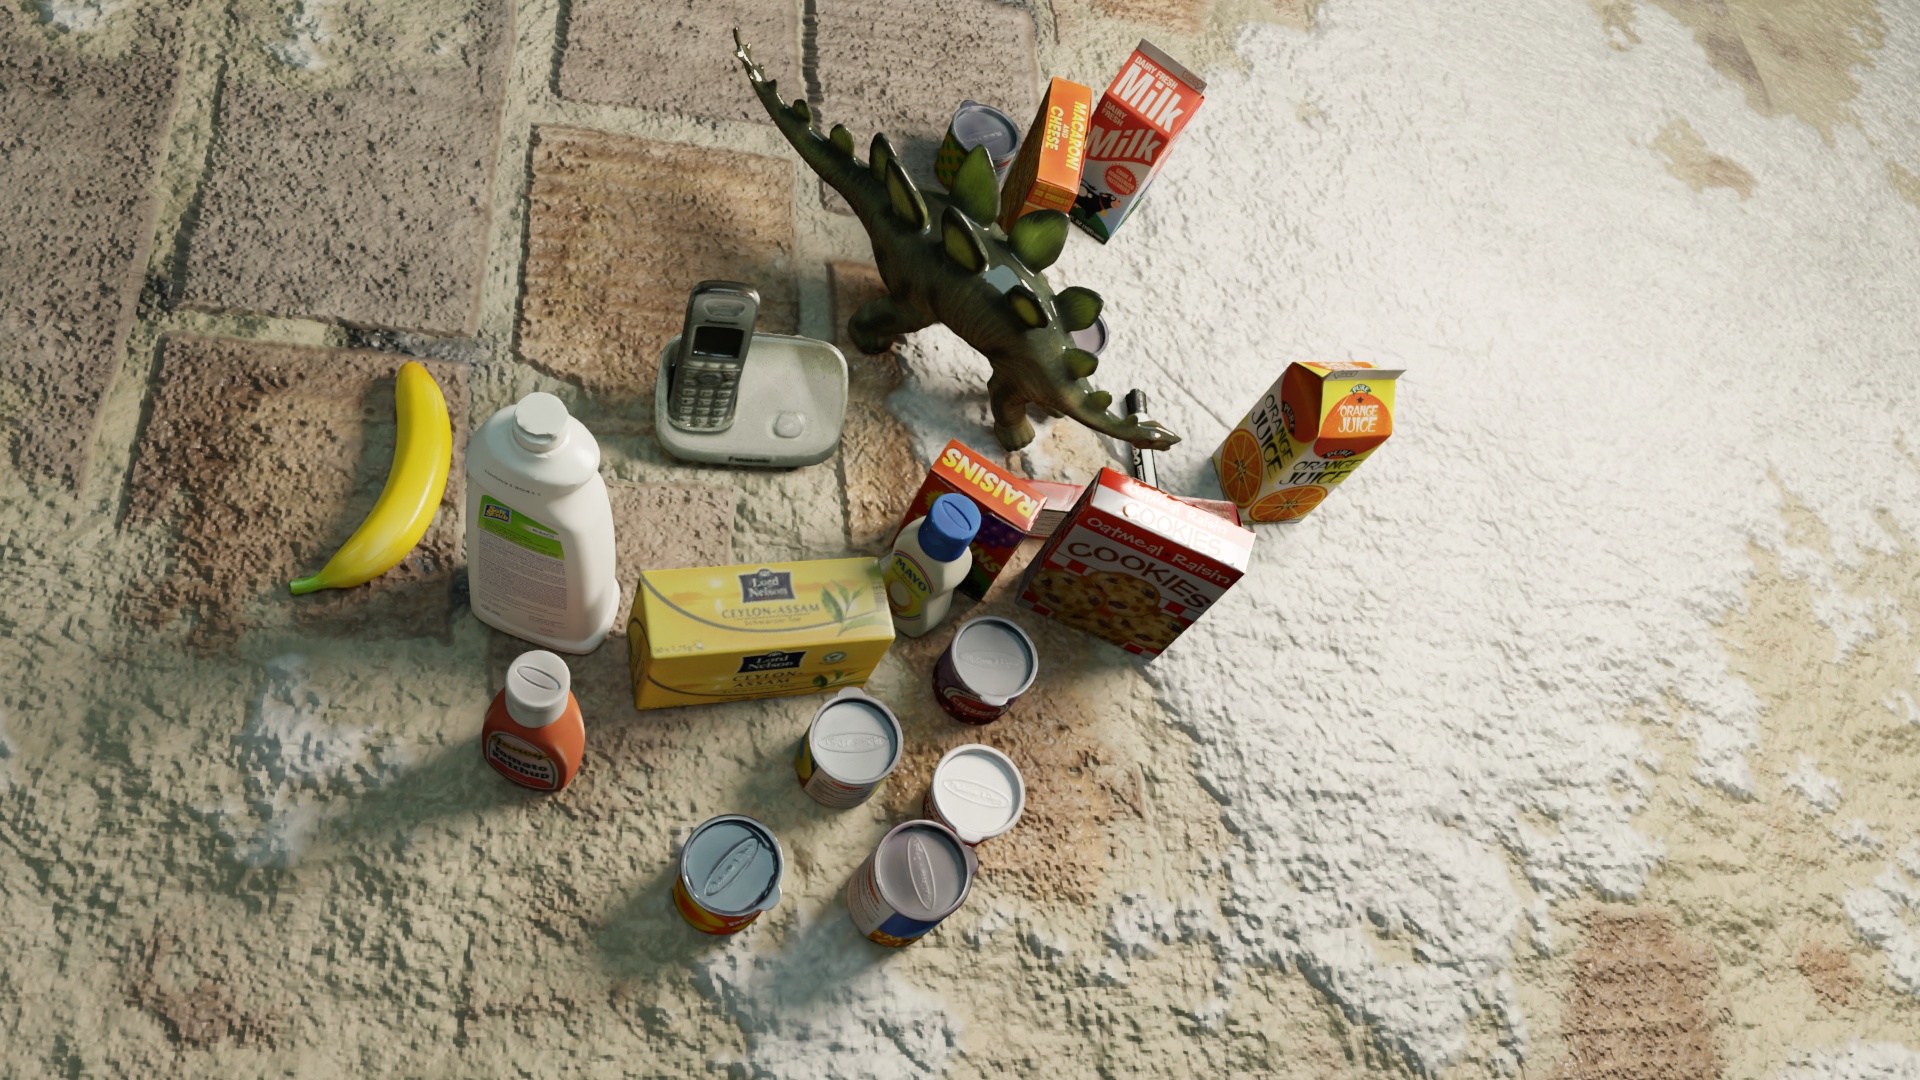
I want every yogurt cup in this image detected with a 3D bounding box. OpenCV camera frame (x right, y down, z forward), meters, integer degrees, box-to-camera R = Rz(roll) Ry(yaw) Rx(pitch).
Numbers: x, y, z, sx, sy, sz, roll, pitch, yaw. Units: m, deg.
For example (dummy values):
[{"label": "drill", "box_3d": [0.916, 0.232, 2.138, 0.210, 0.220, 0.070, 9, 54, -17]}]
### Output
[{"label": "yogurt cup", "box_3d": [0.006, 0.184, 0.983, 0.072, 0.053, 0.073, 8, 61, -14]}]

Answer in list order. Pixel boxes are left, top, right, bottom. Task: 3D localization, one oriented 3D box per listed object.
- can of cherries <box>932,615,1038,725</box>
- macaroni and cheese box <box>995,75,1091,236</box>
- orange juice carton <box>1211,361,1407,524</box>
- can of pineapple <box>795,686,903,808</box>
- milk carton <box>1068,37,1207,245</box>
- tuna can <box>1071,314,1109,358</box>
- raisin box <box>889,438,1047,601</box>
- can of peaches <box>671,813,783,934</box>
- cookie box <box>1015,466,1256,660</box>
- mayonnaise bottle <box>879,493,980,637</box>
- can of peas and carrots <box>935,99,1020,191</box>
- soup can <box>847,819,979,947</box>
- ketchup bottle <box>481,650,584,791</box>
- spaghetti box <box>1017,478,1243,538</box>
[{"label": "can of cherries", "box_3d": [0.017, 0.099, 1.031, 0.071, 0.058, 0.072, 8, 61, -14]}, {"label": "macaroni and cheese box", "box_3d": [0.063, -0.294, 1.197, 0.040, 0.165, 0.124, 16, 59, -10]}, {"label": "orange juice carton", "box_3d": [0.287, -0.088, 1.145, 0.072, 0.191, 0.073, -2, 64, -20]}, {"label": "can of pineapple", "box_3d": [-0.079, 0.147, 0.973, 0.071, 0.057, 0.071, 8, 61, -14]}, {"label": "milk carton", "box_3d": [0.154, -0.363, 1.251, 0.072, 0.189, 0.074, 36, 58, 3]}, {"label": "tuna can", "box_3d": [0.092, -0.179, 1.223, 0.071, 0.032, 0.071, 8, 60, -14]}, {"label": "raisin box", "box_3d": [0.004, -0.013, 1.049, 0.086, 0.122, 0.040, 33, 58, 1]}, {"label": "can of peaches", "box_3d": [-0.151, 0.221, 0.908, 0.071, 0.057, 0.071, 8, 61, -14]}, {"label": "cookie box", "box_3d": [0.128, 0.021, 1.046, 0.123, 0.166, 0.040, 23, 58, -6]}, {"label": "mayonnaise bottle", "box_3d": [-0.024, 0.016, 1.010, 0.065, 0.147, 0.041, 47, 59, 9]}, {"label": "can of peas and carrots", "box_3d": [0.014, -0.359, 1.280, 0.071, 0.058, 0.071, 8, 61, -14]}, {"label": "soup can", "box_3d": [-0.033, 0.230, 0.928, 0.071, 0.083, 0.071, 8, 61, -14]}, {"label": "ketchup bottle", "box_3d": [-0.268, 0.113, 0.874, 0.065, 0.148, 0.044, 25, 58, -4]}, {"label": "spaghetti box", "box_3d": [0.106, -0.020, 1.131, 0.250, 0.050, 0.029, 5, 61, -16]}]
